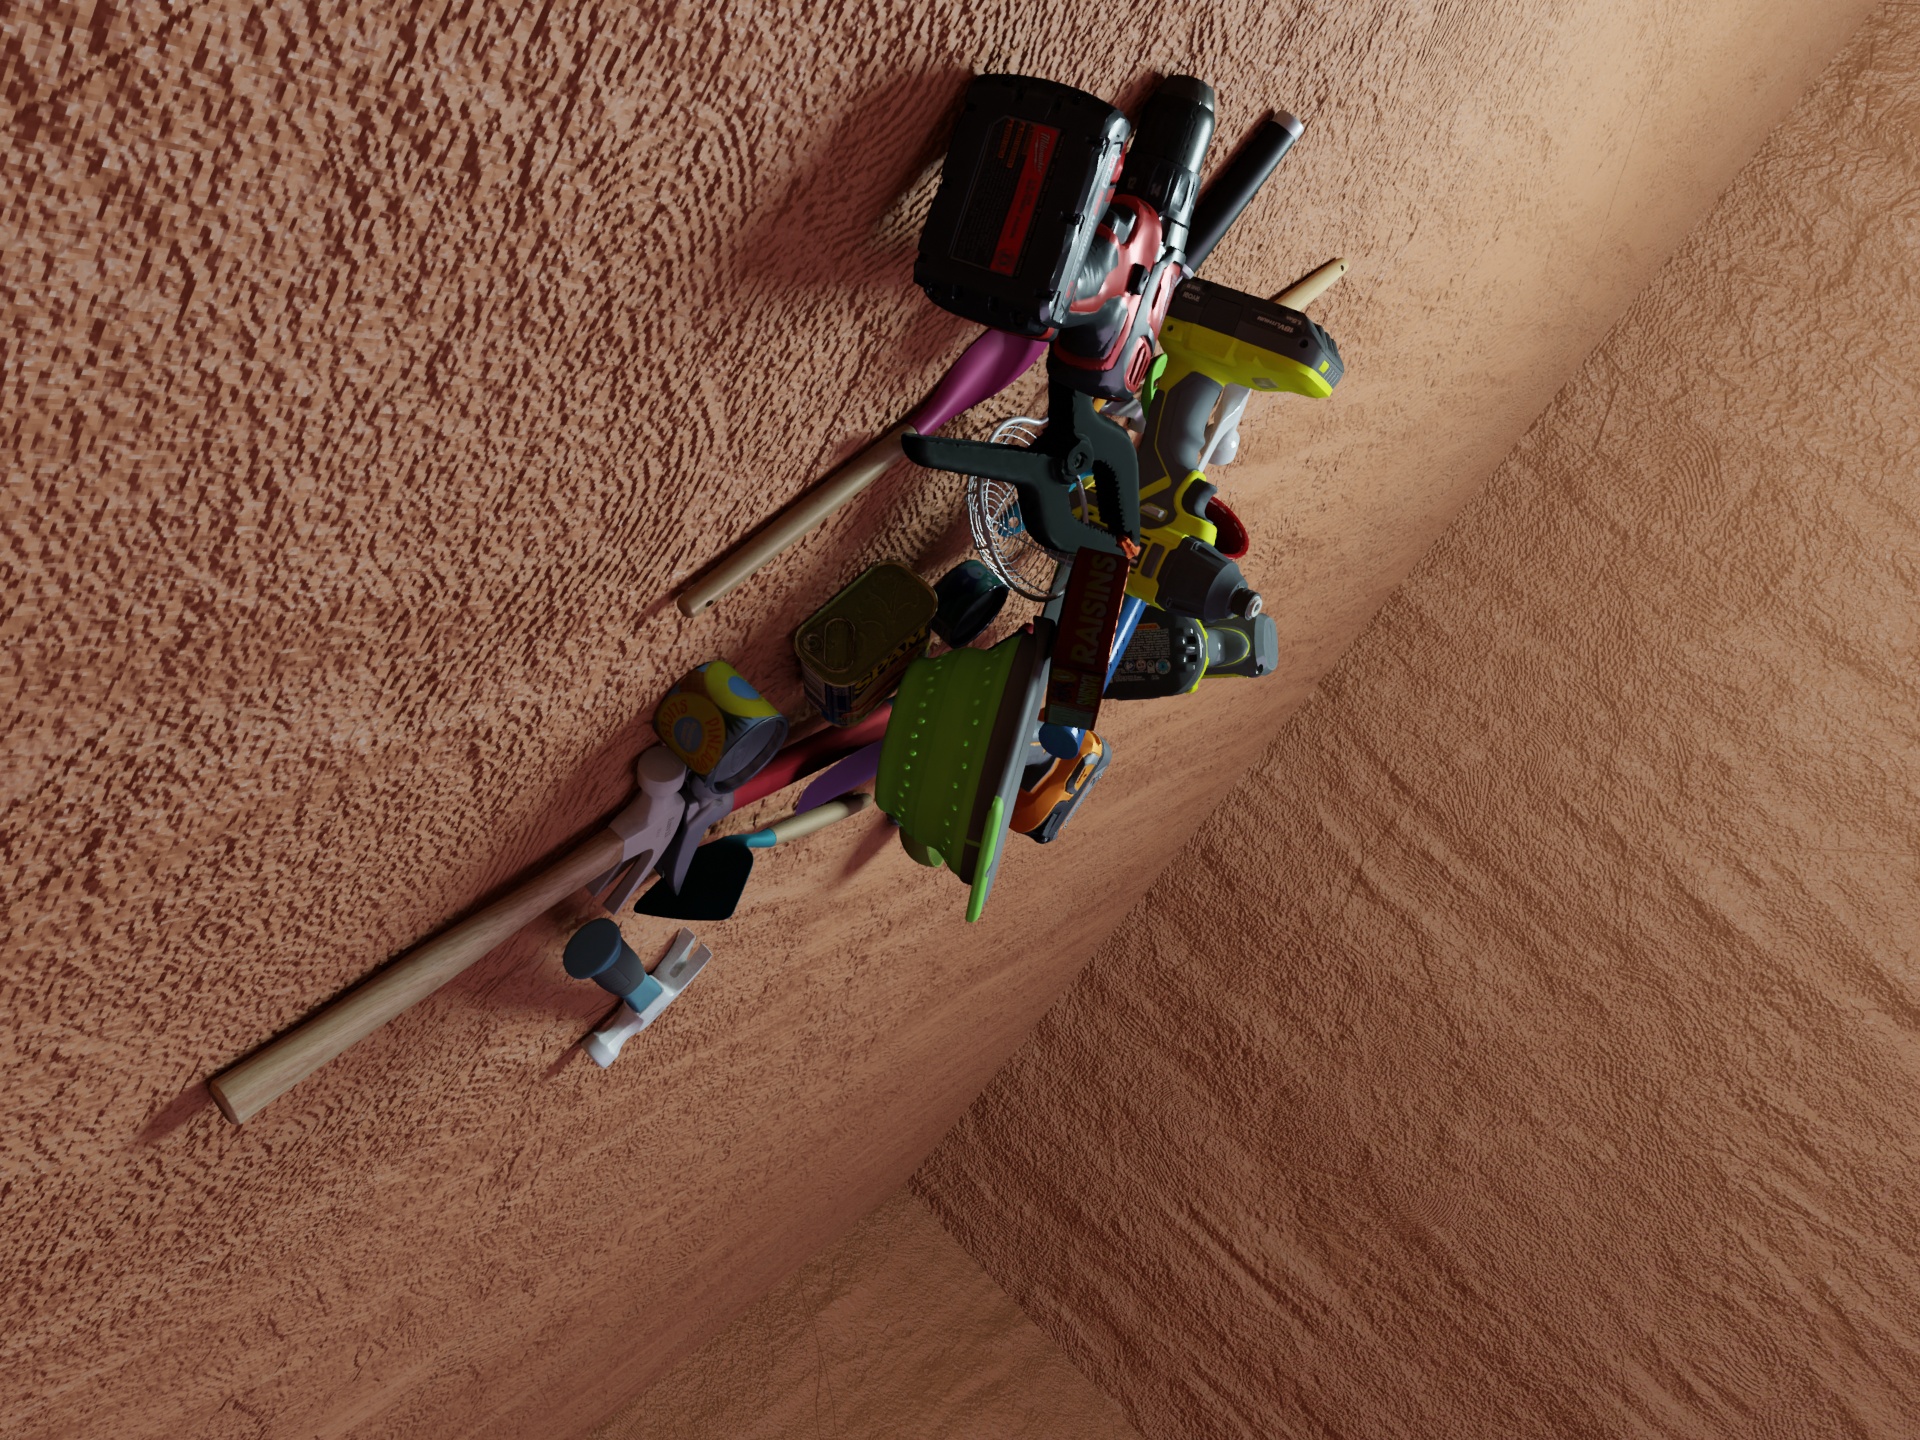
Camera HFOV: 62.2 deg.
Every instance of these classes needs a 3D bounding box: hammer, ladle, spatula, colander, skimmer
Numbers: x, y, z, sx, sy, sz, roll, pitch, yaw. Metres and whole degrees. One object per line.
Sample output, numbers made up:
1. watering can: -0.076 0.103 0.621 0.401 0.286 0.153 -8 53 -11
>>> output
1. hammer: -0.306 0.138 0.988 0.331 0.031 0.130 -36 160 -33
2. ladle: 0.041 0.006 1.526 0.320 0.062 0.078 -54 172 13
3. hammer: -0.252 0.194 1.192 0.128 0.033 0.331 -45 171 -15
4. spatula: -0.144 0.101 1.286 0.317 0.082 0.044 -19 109 -66
5. hammer: 0.160 -0.140 1.298 0.144 0.035 0.406 98 18 -58
6. hammer: -0.071 0.012 1.229 0.386 0.038 0.143 -27 156 -40
7. spatula: -0.002 -0.004 1.245 0.316 0.018 0.059 -28 158 -35
8. colander: 0.015 -0.029 1.161 0.397 0.094 0.204 -70 173 -52
9. skimmer: 0.129 -0.248 1.081 0.127 0.090 0.363 29 103 -46

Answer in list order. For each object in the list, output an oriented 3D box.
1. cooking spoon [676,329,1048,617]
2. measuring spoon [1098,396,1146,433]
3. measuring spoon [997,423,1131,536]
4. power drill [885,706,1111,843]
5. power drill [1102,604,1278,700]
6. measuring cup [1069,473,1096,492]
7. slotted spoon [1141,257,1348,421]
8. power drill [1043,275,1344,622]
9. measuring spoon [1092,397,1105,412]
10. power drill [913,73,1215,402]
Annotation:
1. cooking spoon: -0.048 -0.160 0.966 0.319 0.017 0.068 -41 162 -22
2. measuring spoon: 0.134 -0.241 1.242 0.034 0.018 0.124 -53 162 19
3. measuring spoon: 0.081 -0.181 1.212 0.128 0.042 0.021 -39 -164 -6
4. power drill: 0.029 0.042 1.440 0.164 0.084 0.226 -56 145 6
5. power drill: 0.170 -0.063 1.452 0.228 0.190 0.080 -8 95 -64
6. measuring cup: 0.120 -0.184 1.301 0.156 0.029 0.062 -13 143 -56
7. slotted spoon: 0.236 -0.313 1.303 0.314 0.031 0.070 -41 119 -34
8. power drill: 0.176 -0.189 1.144 0.080 0.171 0.223 12 104 -60
9. measuring spoon: 0.103 -0.245 1.176 0.117 0.011 0.021 -57 160 19
10. power drill: 0.073 -0.279 0.863 0.226 0.080 0.188 -7 118 -67
